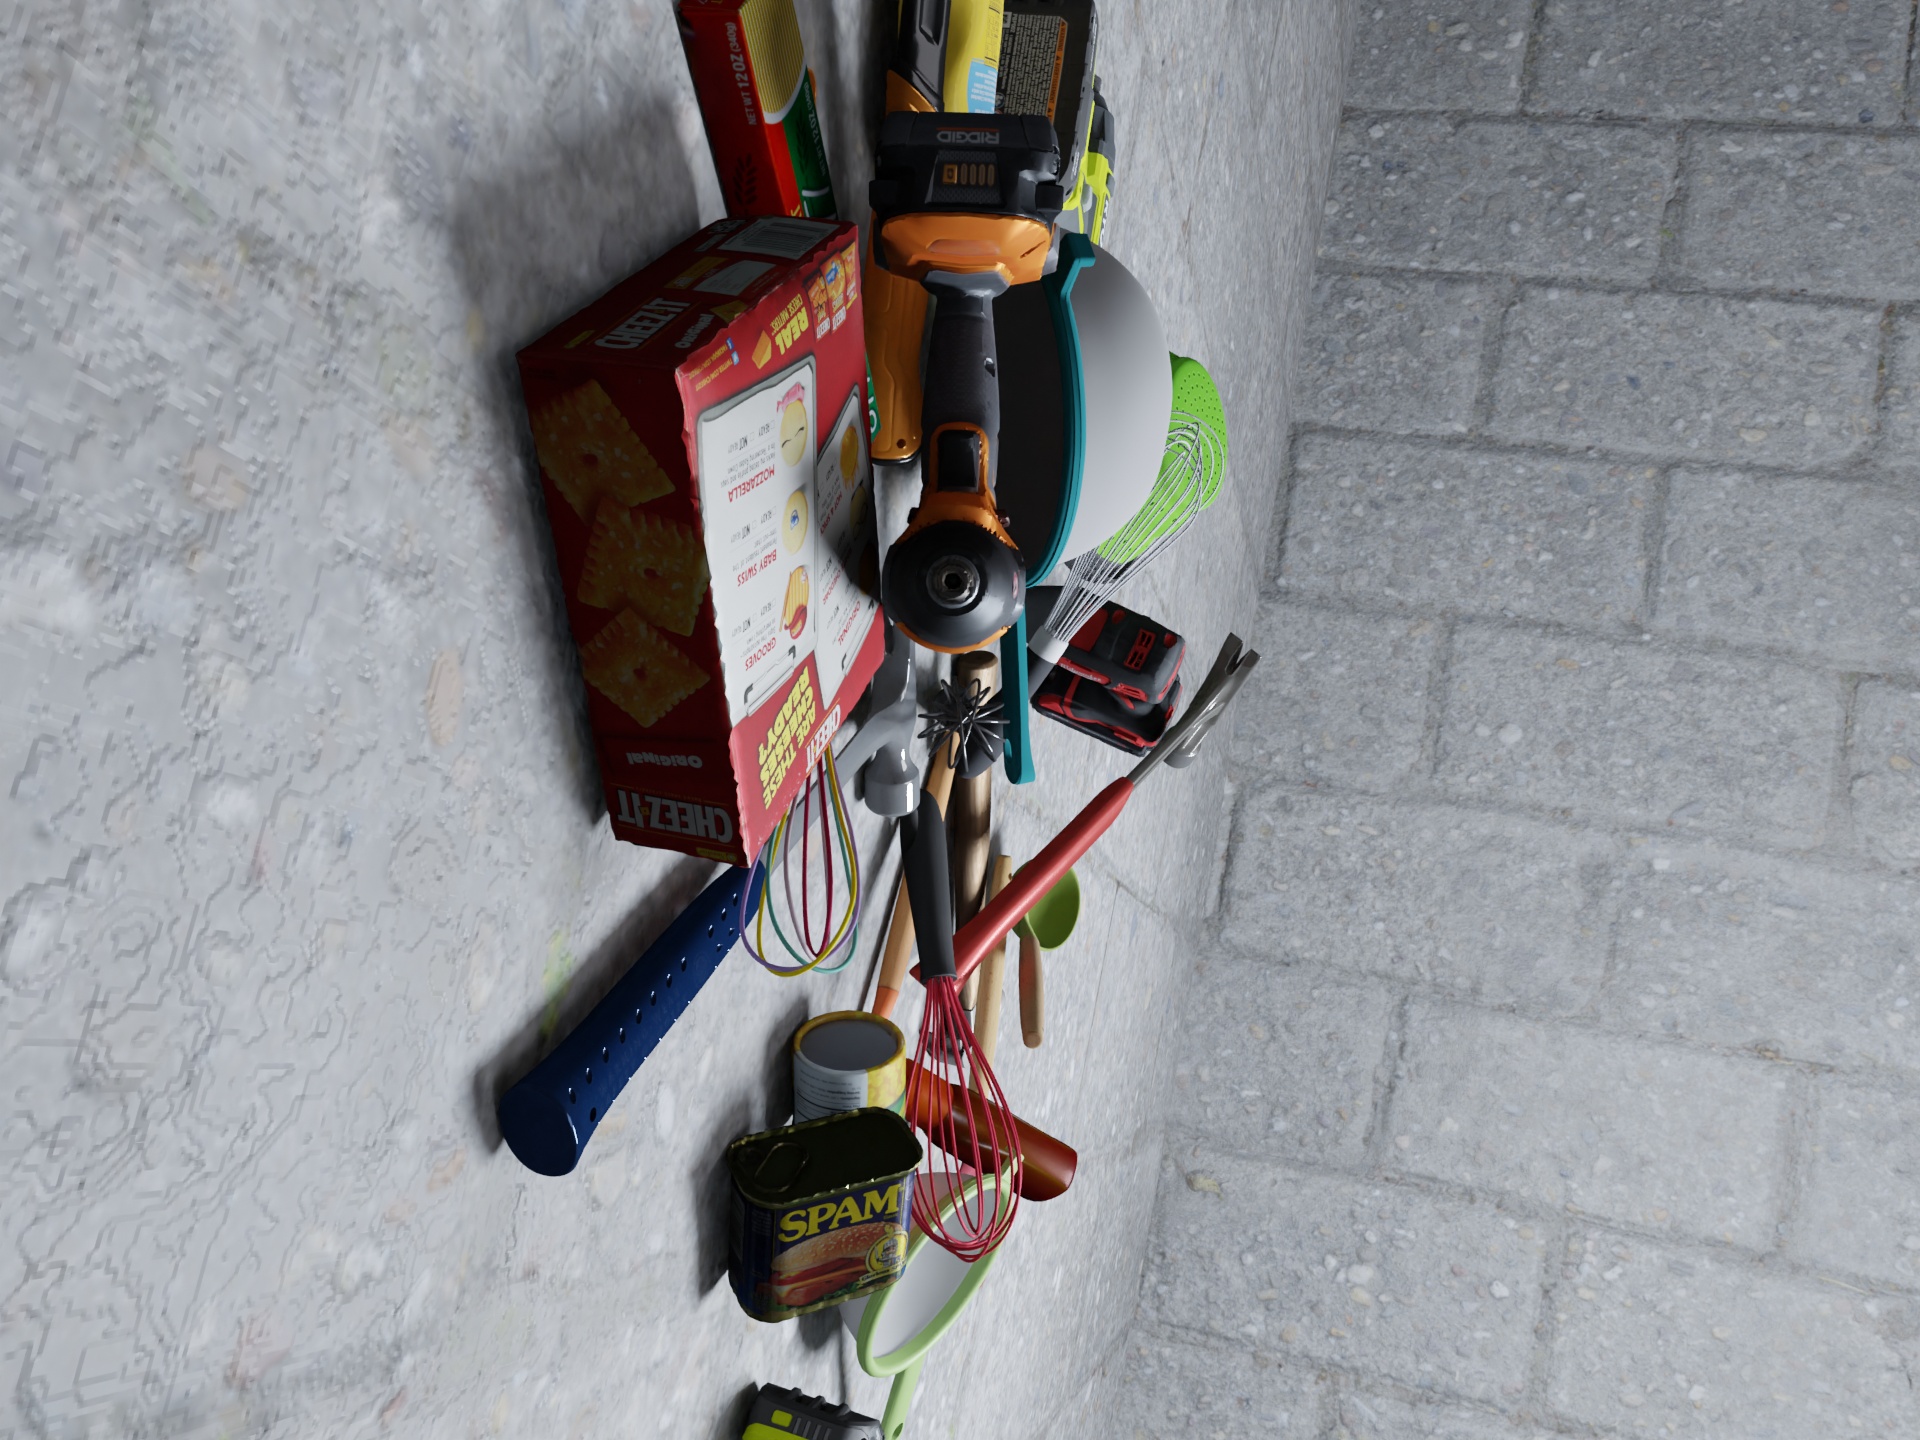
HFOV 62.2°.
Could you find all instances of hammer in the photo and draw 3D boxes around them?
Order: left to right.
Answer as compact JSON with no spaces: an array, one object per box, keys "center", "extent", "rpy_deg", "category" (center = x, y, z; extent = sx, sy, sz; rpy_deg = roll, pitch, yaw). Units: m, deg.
[{"center":[-0.098,0.066,0.772],"extent":[0.406,0.035,0.144],"rpy_deg":[-54,149,-59],"category":"hammer"},{"center":[-0.030,-0.278,0.765],"extent":[0.127,0.034,0.336],"rpy_deg":[-15,130,-28],"category":"hammer"},{"center":[0.007,0.109,1.171],"extent":[0.130,0.031,0.331],"rpy_deg":[-51,145,-62],"category":"hammer"},{"center":[0.093,0.076,1.156],"extent":[0.359,0.037,0.149],"rpy_deg":[-41,165,-34],"category":"hammer"}]

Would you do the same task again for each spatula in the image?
[{"center":[-0.033,0.155,1.038],"extent":[0.081,0.041,0.323],"rpy_deg":[122,-16,-66],"category":"spatula"}]

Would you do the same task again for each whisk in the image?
[{"center":[-0.065,0.017,0.742],"extent":[0.047,0.051,0.245],"rpy_deg":[-53,-154,40],"category":"whisk"},{"center":[-0.012,0.178,0.975],"extent":[0.073,0.073,0.296],"rpy_deg":[65,16,-63],"category":"whisk"},{"center":[0.000,-0.003,0.972],"extent":[0.239,0.055,0.055],"rpy_deg":[-116,-146,-86],"category":"whisk"},{"center":[0.074,-0.077,1.040],"extent":[0.284,0.070,0.070],"rpy_deg":[-56,171,16],"category":"whisk"}]

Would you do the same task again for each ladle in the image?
[{"center":[0.015,0.256,1.165],"extent":[0.069,0.031,0.315],"rpy_deg":[10,86,-63],"category":"ladle"},{"center":[0.063,0.171,1.164],"extent":[0.320,0.062,0.078],"rpy_deg":[-80,163,-79],"category":"ladle"}]

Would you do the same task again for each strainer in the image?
[{"center":[-0.046,0.397,1.082],"extent":[0.151,0.069,0.256],"rpy_deg":[-24,136,-48],"category":"strainer"},{"center":[0.064,-0.125,0.921],"extent":[0.211,0.095,0.340],"rpy_deg":[-134,-142,-61],"category":"strainer"}]

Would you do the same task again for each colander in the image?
[{"center":[0.095,-0.168,1.102],"extent":[0.397,0.094,0.204],"rpy_deg":[-43,124,-49],"category":"colander"}]

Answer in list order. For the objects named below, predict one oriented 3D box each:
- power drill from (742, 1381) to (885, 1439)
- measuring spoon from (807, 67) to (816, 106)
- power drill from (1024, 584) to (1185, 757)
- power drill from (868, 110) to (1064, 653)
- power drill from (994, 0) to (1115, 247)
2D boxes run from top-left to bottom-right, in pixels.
[{"center":[-0.117,0.490,0.863],"extent":[0.229,0.080,0.190],"rpy_deg":[-61,155,-45],"category":"power drill"},{"center":[-0.071,-0.250,0.751],"extent":[0.116,0.011,0.021],"rpy_deg":[87,17,-46],"category":"measuring spoon"},{"center":[0.105,-0.046,1.255],"extent":[0.078,0.143,0.219],"rpy_deg":[-64,167,-8],"category":"power drill"},{"center":[0.000,-0.142,0.701],"extent":[0.164,0.084,0.226],"rpy_deg":[-89,-179,-85],"category":"power drill"},{"center":[0.057,-0.366,1.018],"extent":[0.223,0.080,0.171],"rpy_deg":[11,87,-78],"category":"power drill"}]
